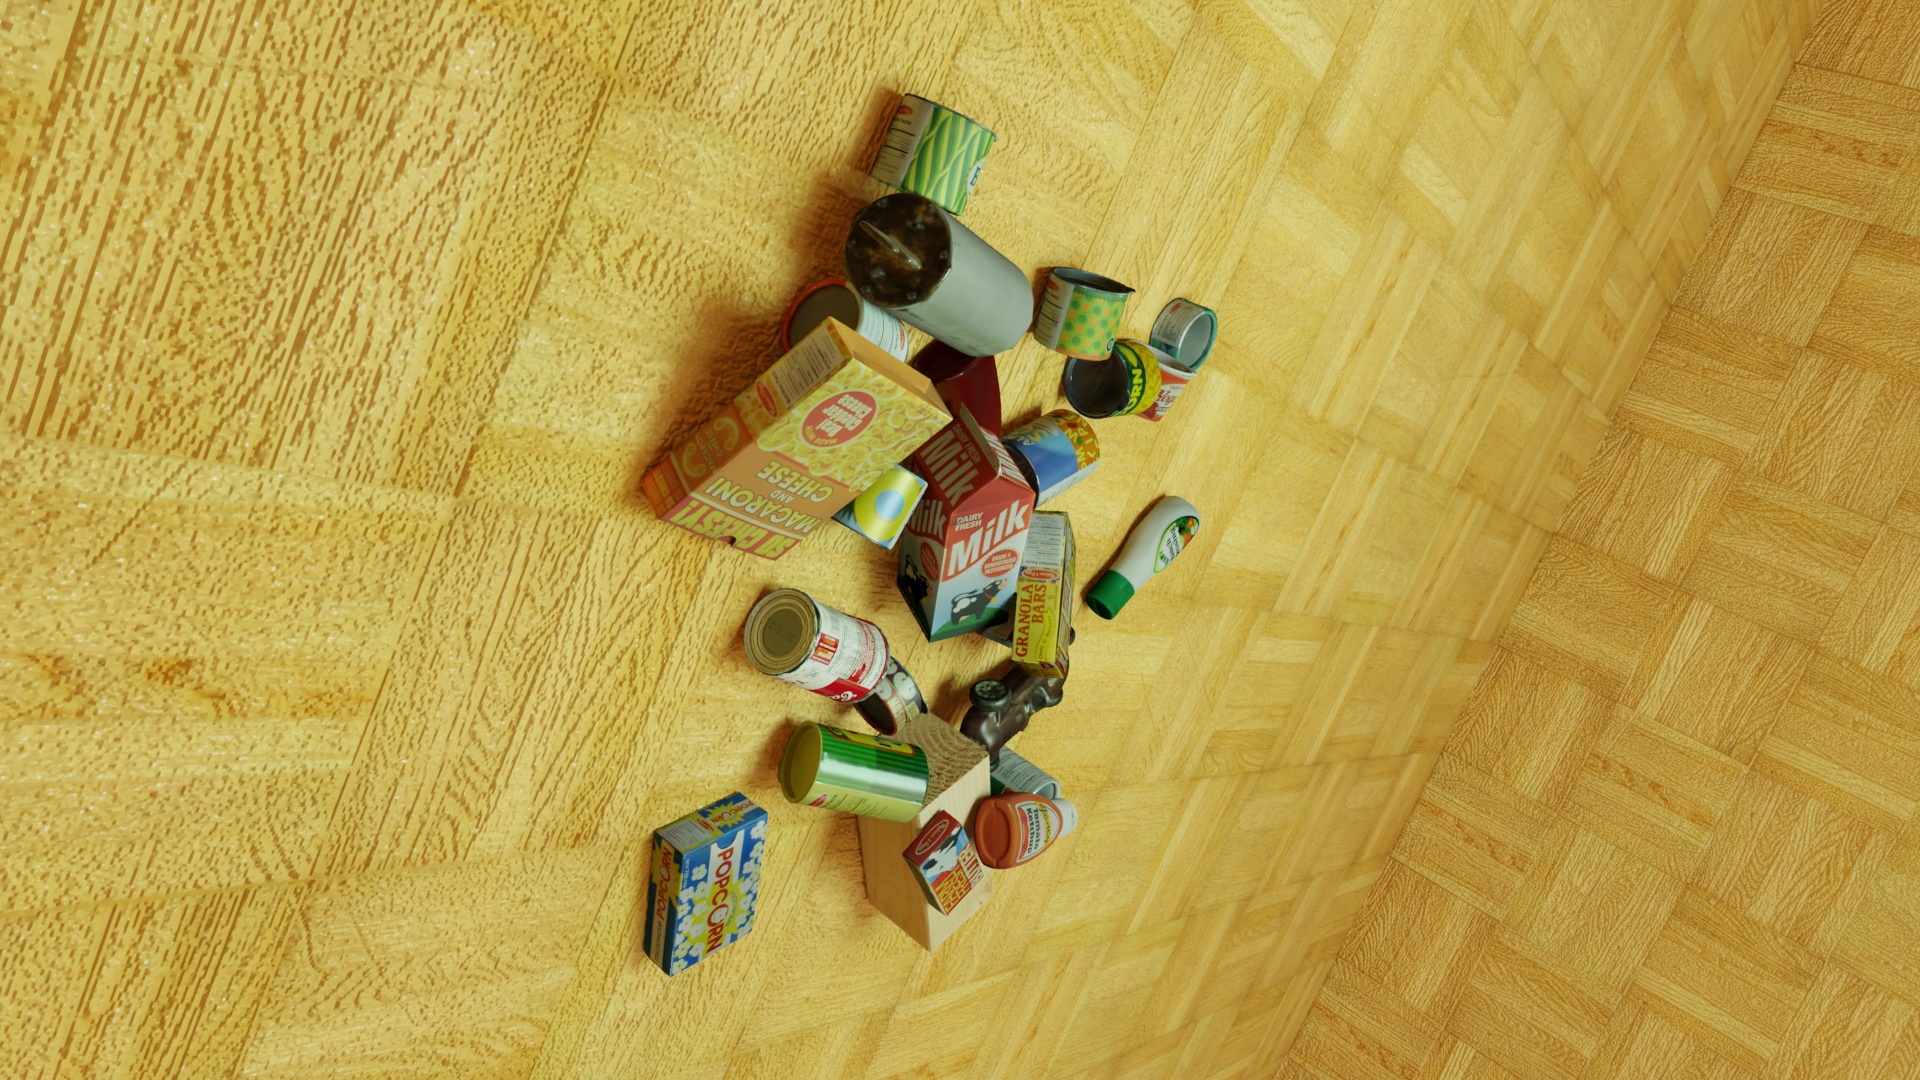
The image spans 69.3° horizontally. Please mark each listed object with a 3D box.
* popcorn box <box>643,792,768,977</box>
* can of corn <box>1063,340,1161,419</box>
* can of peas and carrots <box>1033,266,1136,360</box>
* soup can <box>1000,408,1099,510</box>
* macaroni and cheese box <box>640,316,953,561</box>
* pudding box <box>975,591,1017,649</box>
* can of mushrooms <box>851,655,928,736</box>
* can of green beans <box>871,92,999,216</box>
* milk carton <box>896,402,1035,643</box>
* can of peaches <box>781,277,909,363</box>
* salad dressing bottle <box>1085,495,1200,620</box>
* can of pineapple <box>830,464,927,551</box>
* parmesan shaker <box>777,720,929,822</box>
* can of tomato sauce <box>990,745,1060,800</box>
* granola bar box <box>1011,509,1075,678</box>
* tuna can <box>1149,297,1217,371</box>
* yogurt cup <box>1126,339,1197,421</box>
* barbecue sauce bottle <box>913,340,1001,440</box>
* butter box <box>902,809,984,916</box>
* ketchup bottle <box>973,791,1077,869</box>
[{"bbox_3d":[-0.201,0.270,1.093,0.085,0.038,0.126,-19,129,-45],"label":"popcorn box"},{"bbox_3d":[0.134,-0.138,1.204,0.058,0.071,0.071,-12,124,-50],"label":"can of corn"},{"bbox_3d":[0.100,-0.183,1.124,0.071,0.071,0.058,-13,125,-49],"label":"can of peas and carrots"},{"bbox_3d":[0.066,-0.070,1.171,0.084,0.071,0.071,-31,137,-39],"label":"soup can"},{"bbox_3d":[-0.104,-0.060,0.904,0.166,0.040,0.123,-38,151,16],"label":"macaroni and cheese box"},{"bbox_3d":[0.039,0.069,1.271,0.083,0.030,0.049,28,90,-57],"label":"pudding box"},{"bbox_3d":[-0.062,0.127,1.141,0.033,0.071,0.070,-37,141,-29],"label":"can of mushrooms"},{"bbox_3d":[-0.018,-0.253,0.913,0.071,0.071,0.057,10,107,-56],"label":"can of green beans"},{"bbox_3d":[0.004,-0.013,1.075,0.073,0.072,0.189,-14,139,-22],"label":"milk carton"},{"bbox_3d":[-0.079,-0.133,0.925,0.071,0.071,0.058,-60,147,-1],"label":"can of peaches"},{"bbox_3d":[0.186,0.018,1.419,0.148,0.044,0.064,-46,143,-20],"label":"salad dressing bottle"},{"bbox_3d":[-0.067,-0.034,1.017,0.058,0.071,0.071,-60,147,-1],"label":"can of pineapple"},{"bbox_3d":[-0.087,0.189,1.128,0.103,0.071,0.071,18,101,-31],"label":"parmesan shaker"},{"bbox_3d":[0.047,0.245,1.368,0.071,0.083,0.070,-33,138,-36],"label":"can of tomato sauce"},{"bbox_3d":[0.073,0.050,1.185,0.165,0.039,0.124,55,40,-78],"label":"granola bar box"},{"bbox_3d":[0.210,-0.190,1.303,0.071,0.033,0.070,-33,138,-35],"label":"tuna can"},{"bbox_3d":[0.168,-0.143,1.255,0.072,0.072,0.053,0,123,-54],"label":"yogurt cup"},{"bbox_3d":[0.005,-0.092,1.090,0.065,0.044,0.147,-39,142,-21],"label":"barbecue sauce bottle"},{"bbox_3d":[-0.014,0.280,1.200,0.053,0.024,0.103,-45,144,-20],"label":"butter box"},{"bbox_3d":[0.063,0.260,1.272,0.149,0.043,0.065,10,78,-63],"label":"ketchup bottle"}]
